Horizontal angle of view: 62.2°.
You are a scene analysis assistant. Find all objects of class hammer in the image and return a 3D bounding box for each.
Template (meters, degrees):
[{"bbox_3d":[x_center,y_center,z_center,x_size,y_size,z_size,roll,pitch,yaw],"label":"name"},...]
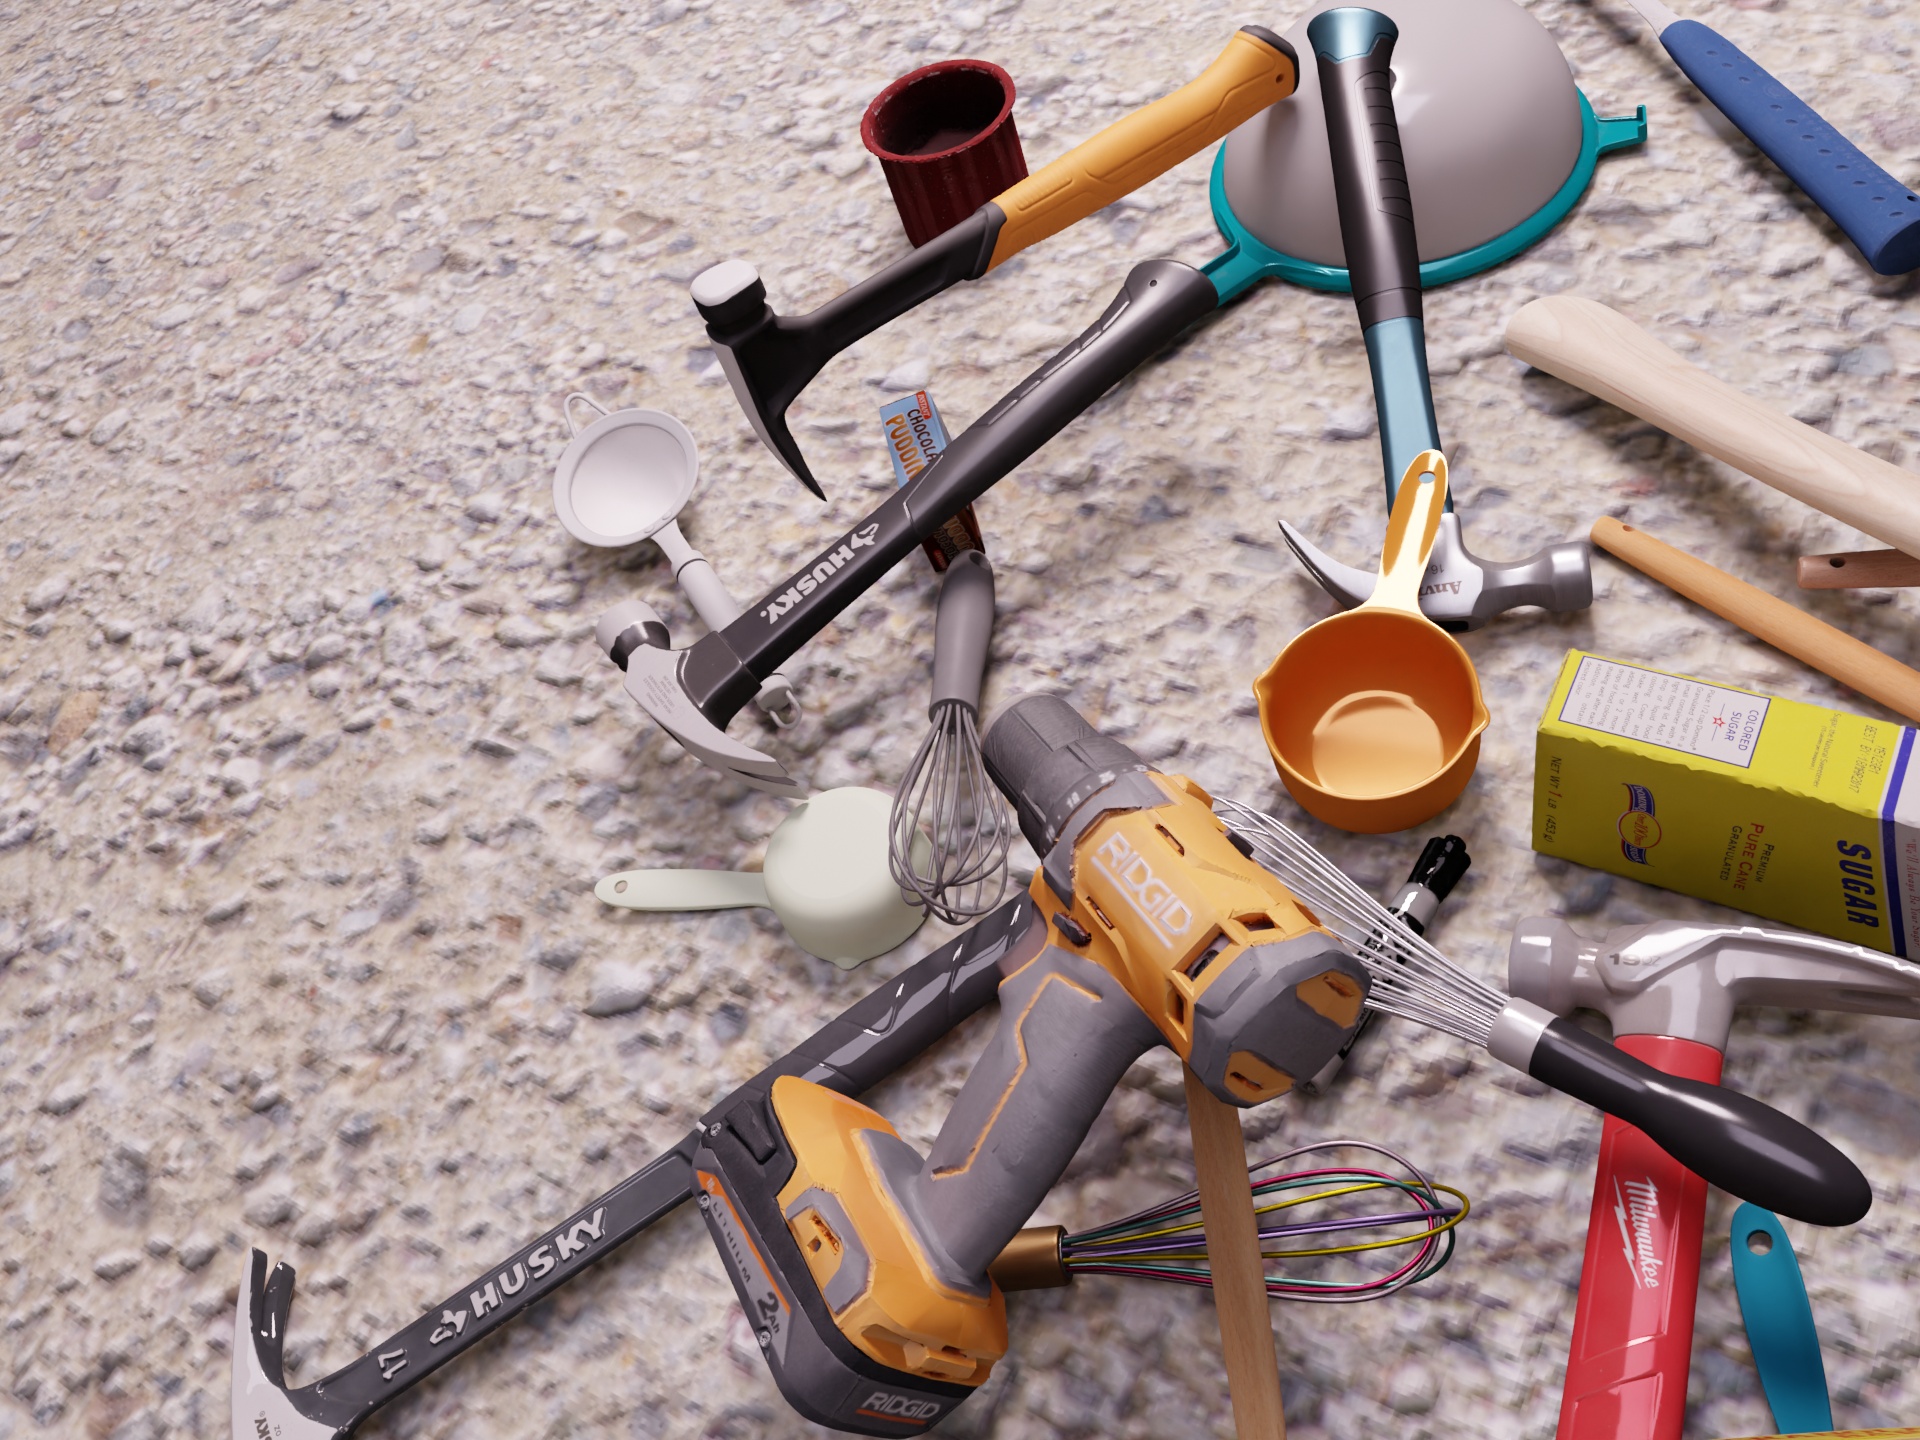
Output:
[{"bbox_3d":[-0.113,0.179,0.647,0.409,0.036,0.149,-33,51,-7],"label":"hammer"},{"bbox_3d":[0.204,-0.197,0.752,0.128,0.033,0.331,-9,71,17],"label":"hammer"},{"bbox_3d":[0.377,-0.375,0.857,0.144,0.035,0.406,-8,53,-20],"label":"hammer"},{"bbox_3d":[0.353,-0.084,0.620,0.146,0.038,0.411,-17,37,-17],"label":"hammer"},{"bbox_3d":[0.032,-0.244,0.794,0.337,0.127,0.034,-34,46,-10],"label":"hammer"},{"bbox_3d":[0.212,0.239,0.480,0.143,0.038,0.386,2,57,33],"label":"hammer"},{"bbox_3d":[-0.011,-0.102,0.748,0.335,0.035,0.146,-40,53,-5],"label":"hammer"}]

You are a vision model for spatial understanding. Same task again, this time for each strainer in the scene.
[{"bbox_3d":[0.184,-0.300,0.851,0.340,0.095,0.211,-36,53,-10],"label":"strainer"},{"bbox_3d":[-0.147,-0.084,0.843,0.087,0.050,0.259,-36,58,-1],"label":"strainer"}]

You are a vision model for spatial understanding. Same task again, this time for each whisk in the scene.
[{"bbox_3d":[0.168,0.095,0.558,0.285,0.070,0.070,26,67,36],"label":"whisk"},{"bbox_3d":[0.000,-0.003,0.716,0.055,0.055,0.239,-9,41,13],"label":"whisk"},{"bbox_3d":[0.060,0.192,0.580,0.245,0.051,0.047,-12,32,15],"label":"whisk"}]

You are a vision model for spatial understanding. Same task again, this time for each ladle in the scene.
[{"bbox_3d":[0.086,0.210,0.503,0.078,0.062,0.320,-25,60,38],"label":"ladle"}]

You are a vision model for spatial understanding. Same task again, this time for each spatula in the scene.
[{"bbox_3d":[0.384,-0.010,0.611,0.081,0.041,0.323,-24,46,-30],"label":"spatula"}]

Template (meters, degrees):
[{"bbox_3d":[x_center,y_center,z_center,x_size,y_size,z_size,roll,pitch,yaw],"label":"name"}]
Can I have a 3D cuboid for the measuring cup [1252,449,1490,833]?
[{"bbox_3d":[0.185,-0.033,0.678,0.095,0.052,0.174,10,64,24],"label":"measuring cup"}]

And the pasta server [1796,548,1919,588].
[{"bbox_3d":[0.497,-0.060,0.610,0.316,0.040,0.060,-1,55,18],"label":"pasta server"}]

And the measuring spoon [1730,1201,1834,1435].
[{"bbox_3d":[0.269,0.216,0.506,0.042,0.021,0.129,-21,40,28],"label":"measuring spoon"}]

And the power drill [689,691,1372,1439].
[{"bbox_3d":[0.008,0.107,0.557,0.226,0.084,0.186,-48,44,8],"label":"power drill"}]

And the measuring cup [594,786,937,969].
[{"bbox_3d":[-0.094,0.067,0.715,0.167,0.038,0.083,-3,55,14],"label":"measuring cup"}]
